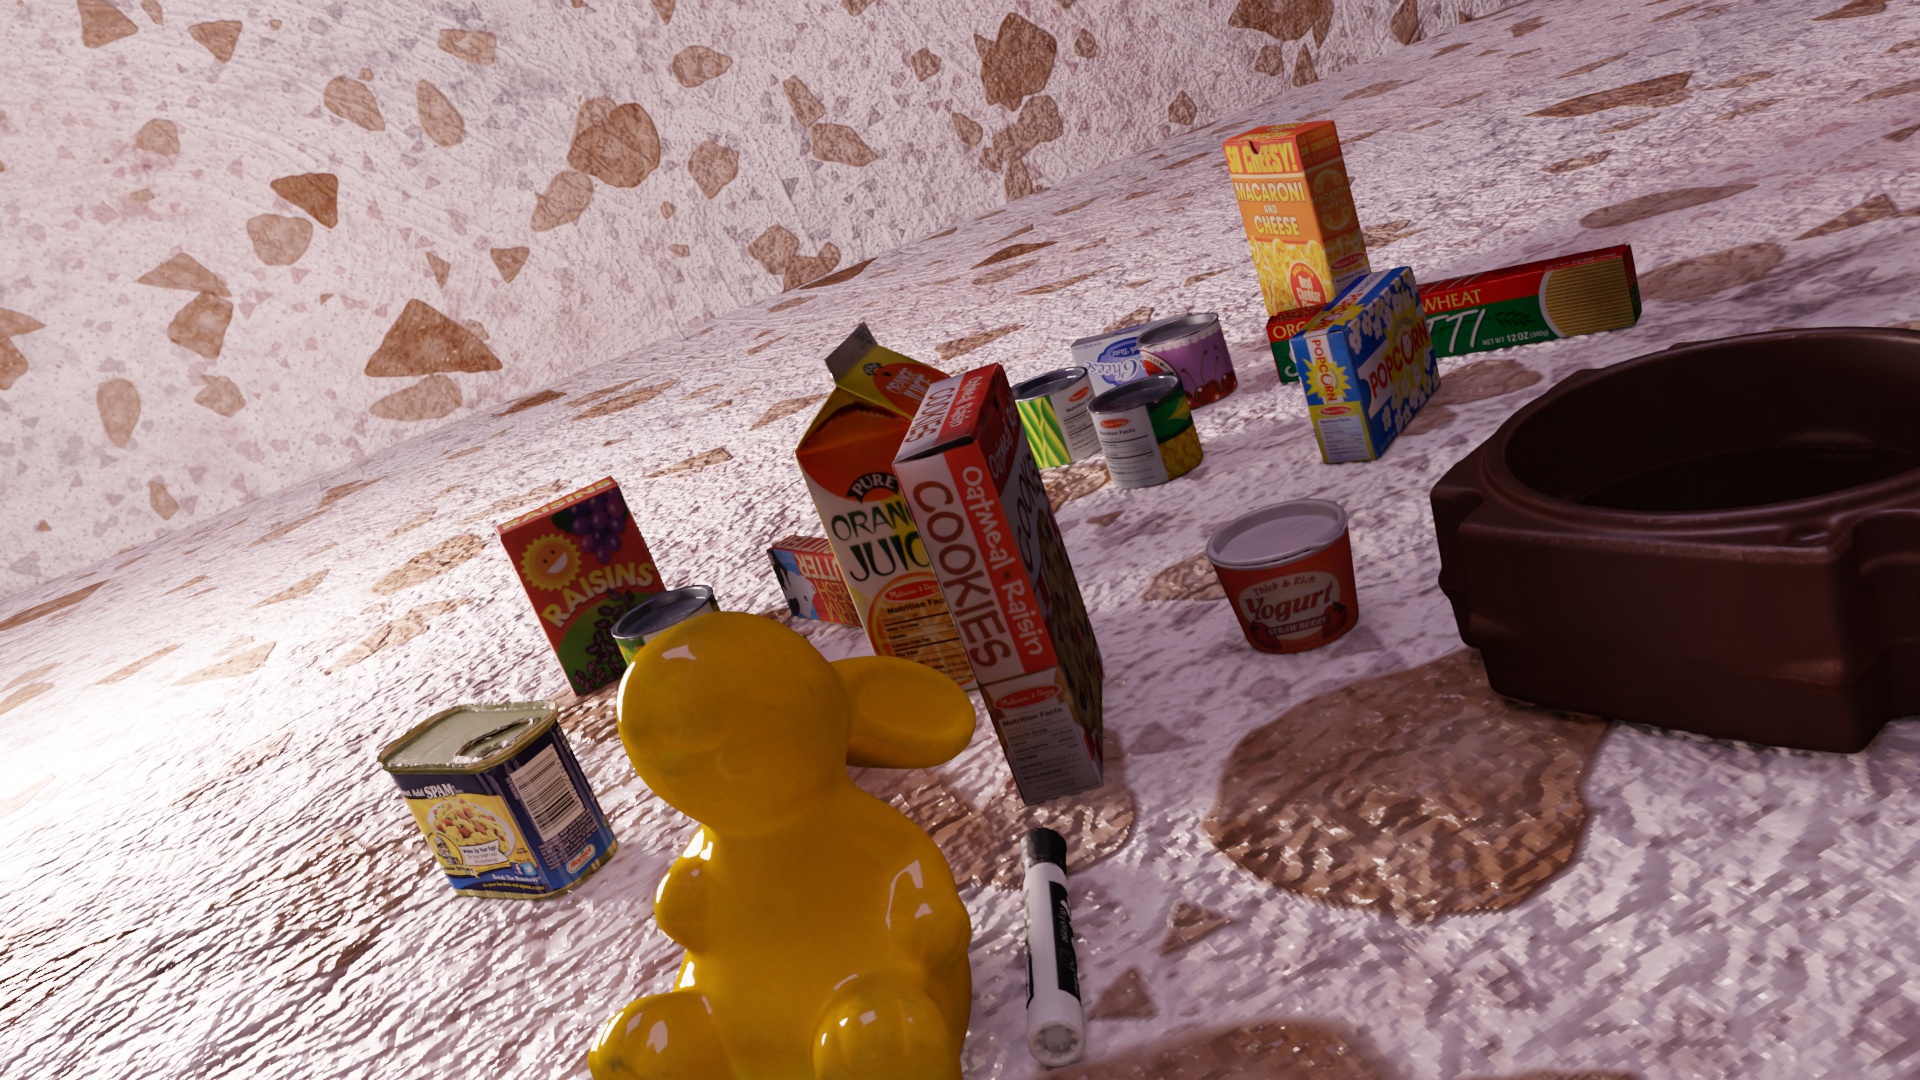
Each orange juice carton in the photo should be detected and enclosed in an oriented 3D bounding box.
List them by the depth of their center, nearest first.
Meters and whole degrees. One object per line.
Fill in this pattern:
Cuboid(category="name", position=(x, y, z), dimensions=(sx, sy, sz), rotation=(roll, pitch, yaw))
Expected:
Cuboid(category="orange juice carton", position=(-0.027, -0.017, 0.733), dimensions=(0.073, 0.192, 0.072), rotation=(-13, 19, 20))

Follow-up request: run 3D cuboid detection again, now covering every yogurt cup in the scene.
Cuboid(category="yogurt cup", position=(0.156, 0.018, 0.662), dimensions=(0.072, 0.053, 0.072), rotation=(-18, 18, 6))

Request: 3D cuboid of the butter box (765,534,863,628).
Cuboid(category="butter box", position=(-0.081, 0.026, 0.887), dimensions=(0.024, 0.053, 0.103), rotation=(-32, 22, -33))

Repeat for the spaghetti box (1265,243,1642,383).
Cuboid(category="spaghetti box", position=(0.336, -0.155, 0.971), dimensions=(0.249, 0.050, 0.029), rotation=(-6, 23, 36))

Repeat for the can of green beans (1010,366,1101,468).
Cuboid(category="can of green beans", position=(0.074, -0.094, 1.059), dimensions=(0.071, 0.057, 0.071), rotation=(-18, 18, 6))

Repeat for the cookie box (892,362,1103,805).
Cuboid(category="cookie box", position=(0.024, 0.015, 0.630), dimensions=(0.040, 0.167, 0.123), rotation=(-16, 18, 12))

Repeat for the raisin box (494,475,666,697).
Cuboid(category="raisin box", position=(-0.248, 0.030, 0.938), dimensions=(0.086, 0.123, 0.040), rotation=(-26, 19, -16))

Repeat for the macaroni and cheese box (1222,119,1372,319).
Cuboid(category="macaroni and cheese box", position=(0.273, -0.247, 1.115), dimensions=(0.040, 0.166, 0.124), rotation=(-24, 18, -10))

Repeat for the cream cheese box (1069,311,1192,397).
Cuboid(category="cream cheese box", position=(0.148, -0.150, 1.149), dimensions=(0.103, 0.053, 0.024), rotation=(-11, 20, 27))

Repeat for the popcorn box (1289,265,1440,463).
Cuboid(category="popcorn box", position=(0.258, -0.112, 0.877), dimensions=(0.038, 0.085, 0.127), rotation=(-5, 24, 40))

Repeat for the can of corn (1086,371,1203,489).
Cuboid(category="can of corn", position=(0.128, -0.076, 0.950), dimensions=(0.071, 0.058, 0.071), rotation=(-18, 18, 6))

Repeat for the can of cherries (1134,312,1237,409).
Cuboid(category="can of cherries", position=(0.174, -0.137, 1.077), dimensions=(0.071, 0.058, 0.072), rotation=(-18, 18, 6))

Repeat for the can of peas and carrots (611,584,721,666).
Cuboid(category="can of peas and carrots", position=(-0.174, 0.067, 0.859), dimensions=(0.071, 0.058, 0.071), rotation=(-18, 18, 6))
